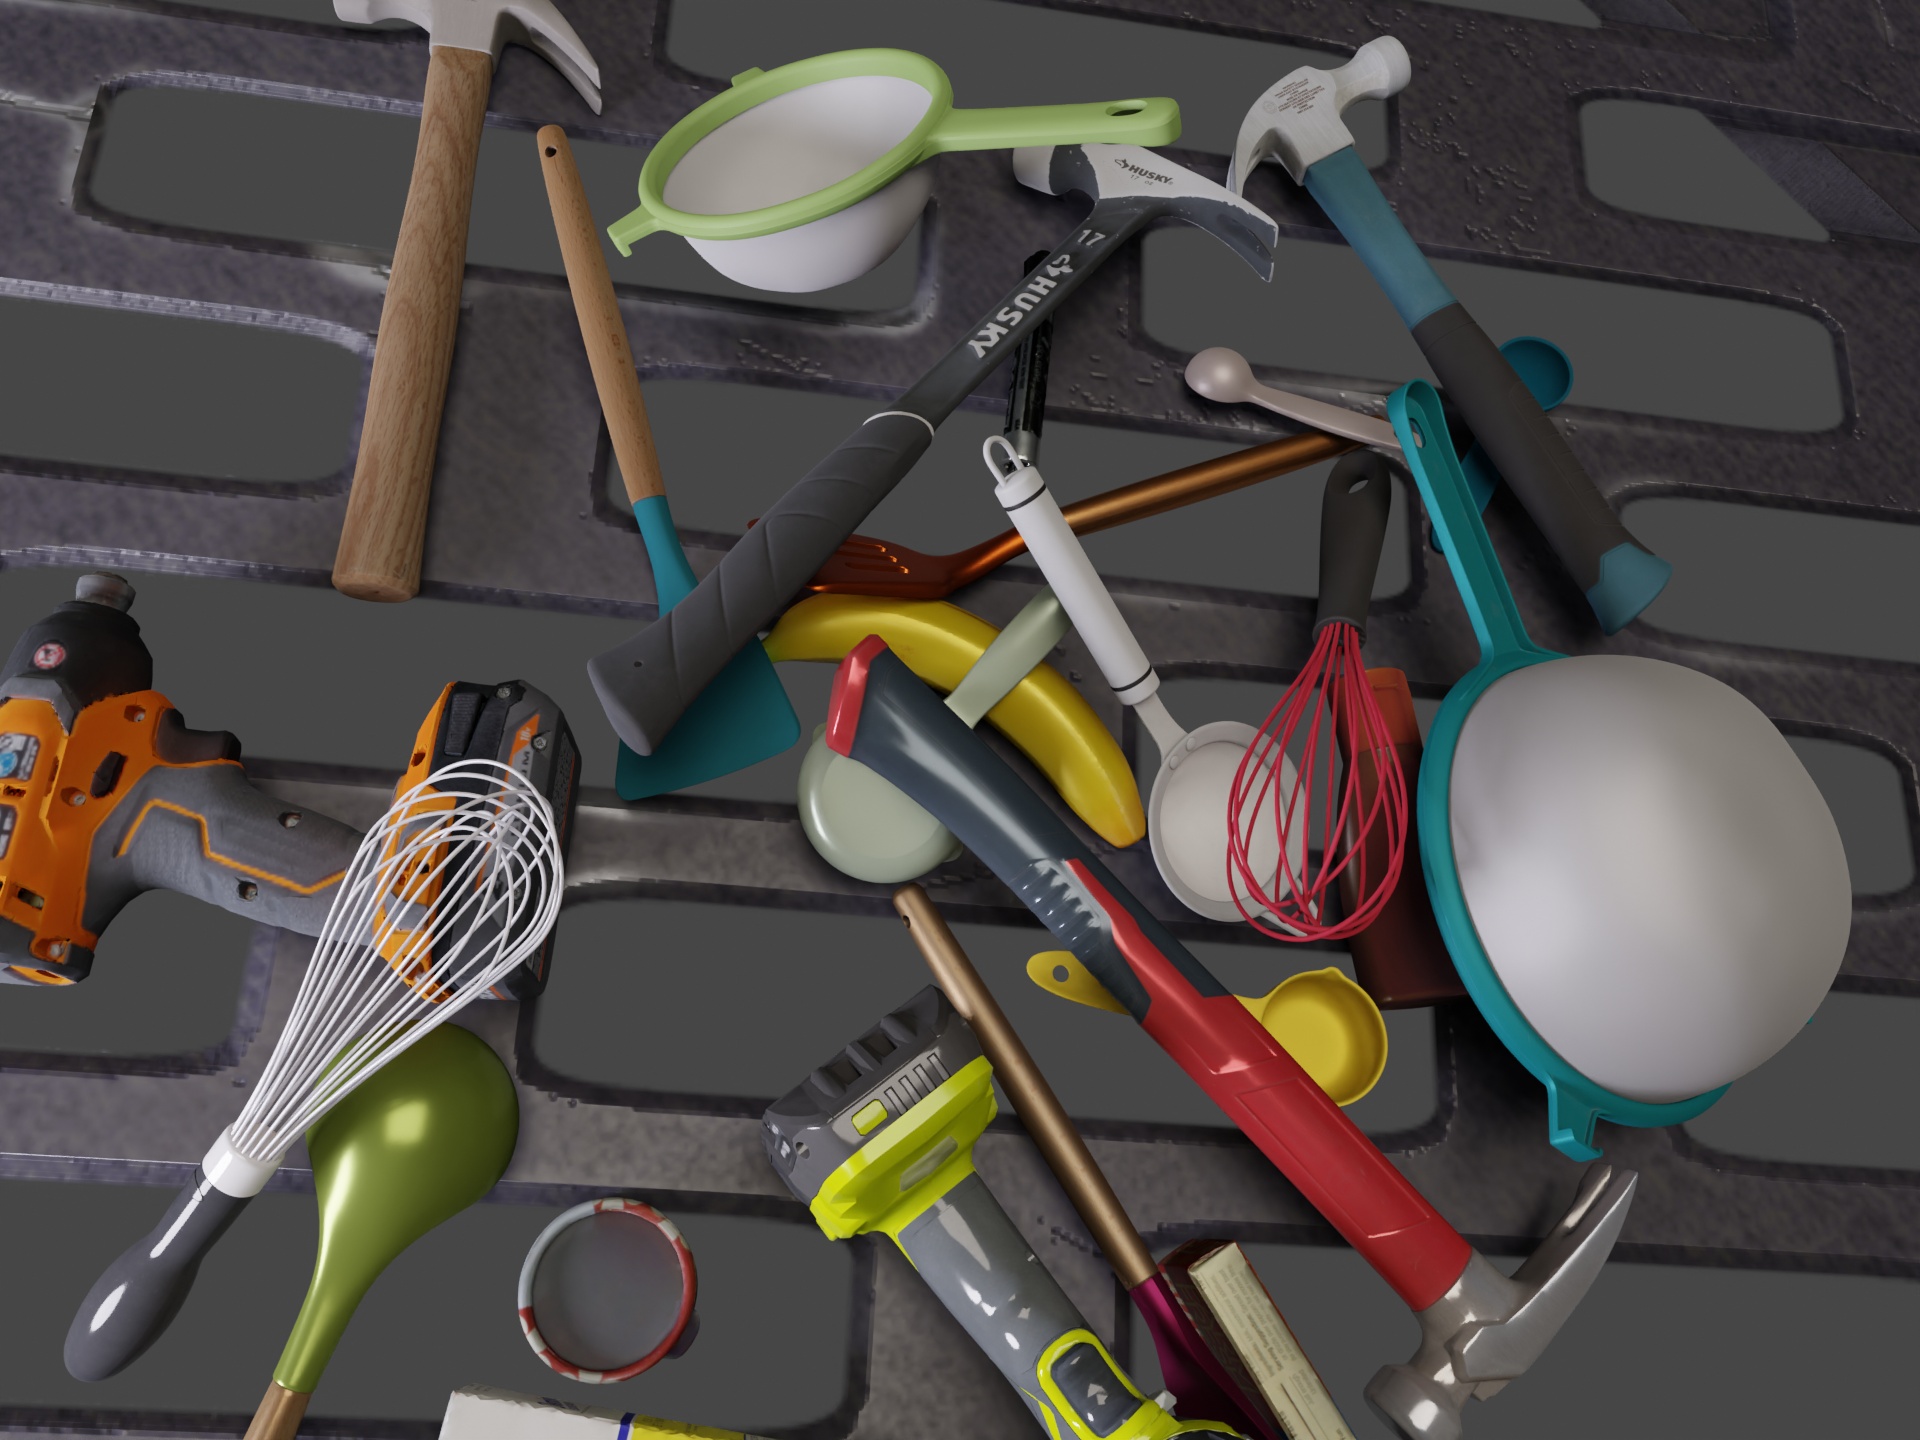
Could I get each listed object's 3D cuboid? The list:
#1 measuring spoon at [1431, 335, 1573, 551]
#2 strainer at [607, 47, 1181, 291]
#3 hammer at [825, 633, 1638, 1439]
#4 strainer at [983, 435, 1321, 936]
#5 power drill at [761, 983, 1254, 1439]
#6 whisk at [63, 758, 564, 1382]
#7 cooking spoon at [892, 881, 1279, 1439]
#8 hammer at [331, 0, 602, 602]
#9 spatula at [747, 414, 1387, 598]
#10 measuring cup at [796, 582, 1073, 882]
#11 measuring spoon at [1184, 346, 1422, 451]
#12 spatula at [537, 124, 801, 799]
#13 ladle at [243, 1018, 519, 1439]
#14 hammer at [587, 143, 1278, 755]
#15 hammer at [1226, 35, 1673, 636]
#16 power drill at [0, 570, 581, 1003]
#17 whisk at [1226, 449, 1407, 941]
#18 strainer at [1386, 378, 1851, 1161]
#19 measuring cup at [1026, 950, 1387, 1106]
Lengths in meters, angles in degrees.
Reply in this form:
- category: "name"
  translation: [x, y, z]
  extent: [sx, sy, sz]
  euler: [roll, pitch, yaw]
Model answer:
- category: "measuring spoon"
  translation: [0.266, -0.136, 0.801]
  extent: [0.042, 0.021, 0.129]
  euler: [29, 78, 9]
- category: "strainer"
  translation: [-0.021, -0.242, 0.722]
  extent: [0.256, 0.069, 0.152]
  euler: [6, 50, 24]
- category: "hammer"
  translation: [0.099, 0.104, 0.635]
  extent: [0.143, 0.038, 0.386]
  euler: [-44, 91, -15]
- category: "strainer"
  translation: [0.077, -0.010, 0.670]
  extent: [0.087, 0.050, 0.258]
  euler: [-42, 112, -25]
- category: "power drill"
  translation: [0.029, 0.209, 0.552]
  extent: [0.080, 0.190, 0.229]
  euler: [-35, 76, -18]
- category: "whisk"
  translation: [-0.231, 0.128, 0.550]
  extent: [0.070, 0.070, 0.284]
  euler: [41, 101, 6]
- category: "cooking spoon"
  translation: [0.059, 0.199, 0.633]
  extent: [0.017, 0.068, 0.319]
  euler: [-24, 71, -29]
- category: "hammer"
  translation: [-0.242, -0.210, 0.731]
  extent: [0.130, 0.031, 0.331]
  euler: [4, 71, -7]
- category: "spatula"
  translation: [0.064, -0.104, 0.738]
  extent: [0.322, 0.041, 0.081]
  euler: [-19, 34, -18]
- category: "measuring cup"
  translation: [-0.001, -0.002, 0.664]
  extent: [0.083, 0.038, 0.167]
  euler: [43, 93, 0]
- category: "measuring spoon"
  translation: [0.170, -0.157, 0.773]
  extent: [0.124, 0.018, 0.034]
  euler: [21, 46, 9]
- category: "spatula"
  translation: [-0.145, -0.123, 0.699]
  extent: [0.082, 0.044, 0.317]
  euler: [-18, 81, 6]
- category: "ladle"
  translation: [-0.249, 0.262, 0.570]
  extent: [0.078, 0.062, 0.320]
  euler: [24, 76, -10]
- category: "hammer"
  translation: [-0.011, -0.133, 0.686]
  extent: [0.149, 0.036, 0.409]
  euler: [27, 59, 22]
- category: "hammer"
  translation: [0.244, -0.189, 0.787]
  extent: [0.128, 0.033, 0.331]
  euler: [-27, 75, -7]
- category: "power drill"
  translation: [-0.270, 0.026, 0.622]
  extent: [0.226, 0.084, 0.164]
  euler: [5, 70, -4]
- category: "whisk"
  translation: [0.163, -0.023, 0.687]
  extent: [0.073, 0.073, 0.296]
  euler: [20, 49, -2]
- category: "strainer"
  translation: [0.276, -0.004, 0.668]
  extent: [0.211, 0.095, 0.340]
  euler: [-13, 80, -36]
- category: "measuring cup"
  translation: [0.102, 0.125, 0.677]
  extent: [0.156, 0.029, 0.062]
  euler: [14, 70, -1]
